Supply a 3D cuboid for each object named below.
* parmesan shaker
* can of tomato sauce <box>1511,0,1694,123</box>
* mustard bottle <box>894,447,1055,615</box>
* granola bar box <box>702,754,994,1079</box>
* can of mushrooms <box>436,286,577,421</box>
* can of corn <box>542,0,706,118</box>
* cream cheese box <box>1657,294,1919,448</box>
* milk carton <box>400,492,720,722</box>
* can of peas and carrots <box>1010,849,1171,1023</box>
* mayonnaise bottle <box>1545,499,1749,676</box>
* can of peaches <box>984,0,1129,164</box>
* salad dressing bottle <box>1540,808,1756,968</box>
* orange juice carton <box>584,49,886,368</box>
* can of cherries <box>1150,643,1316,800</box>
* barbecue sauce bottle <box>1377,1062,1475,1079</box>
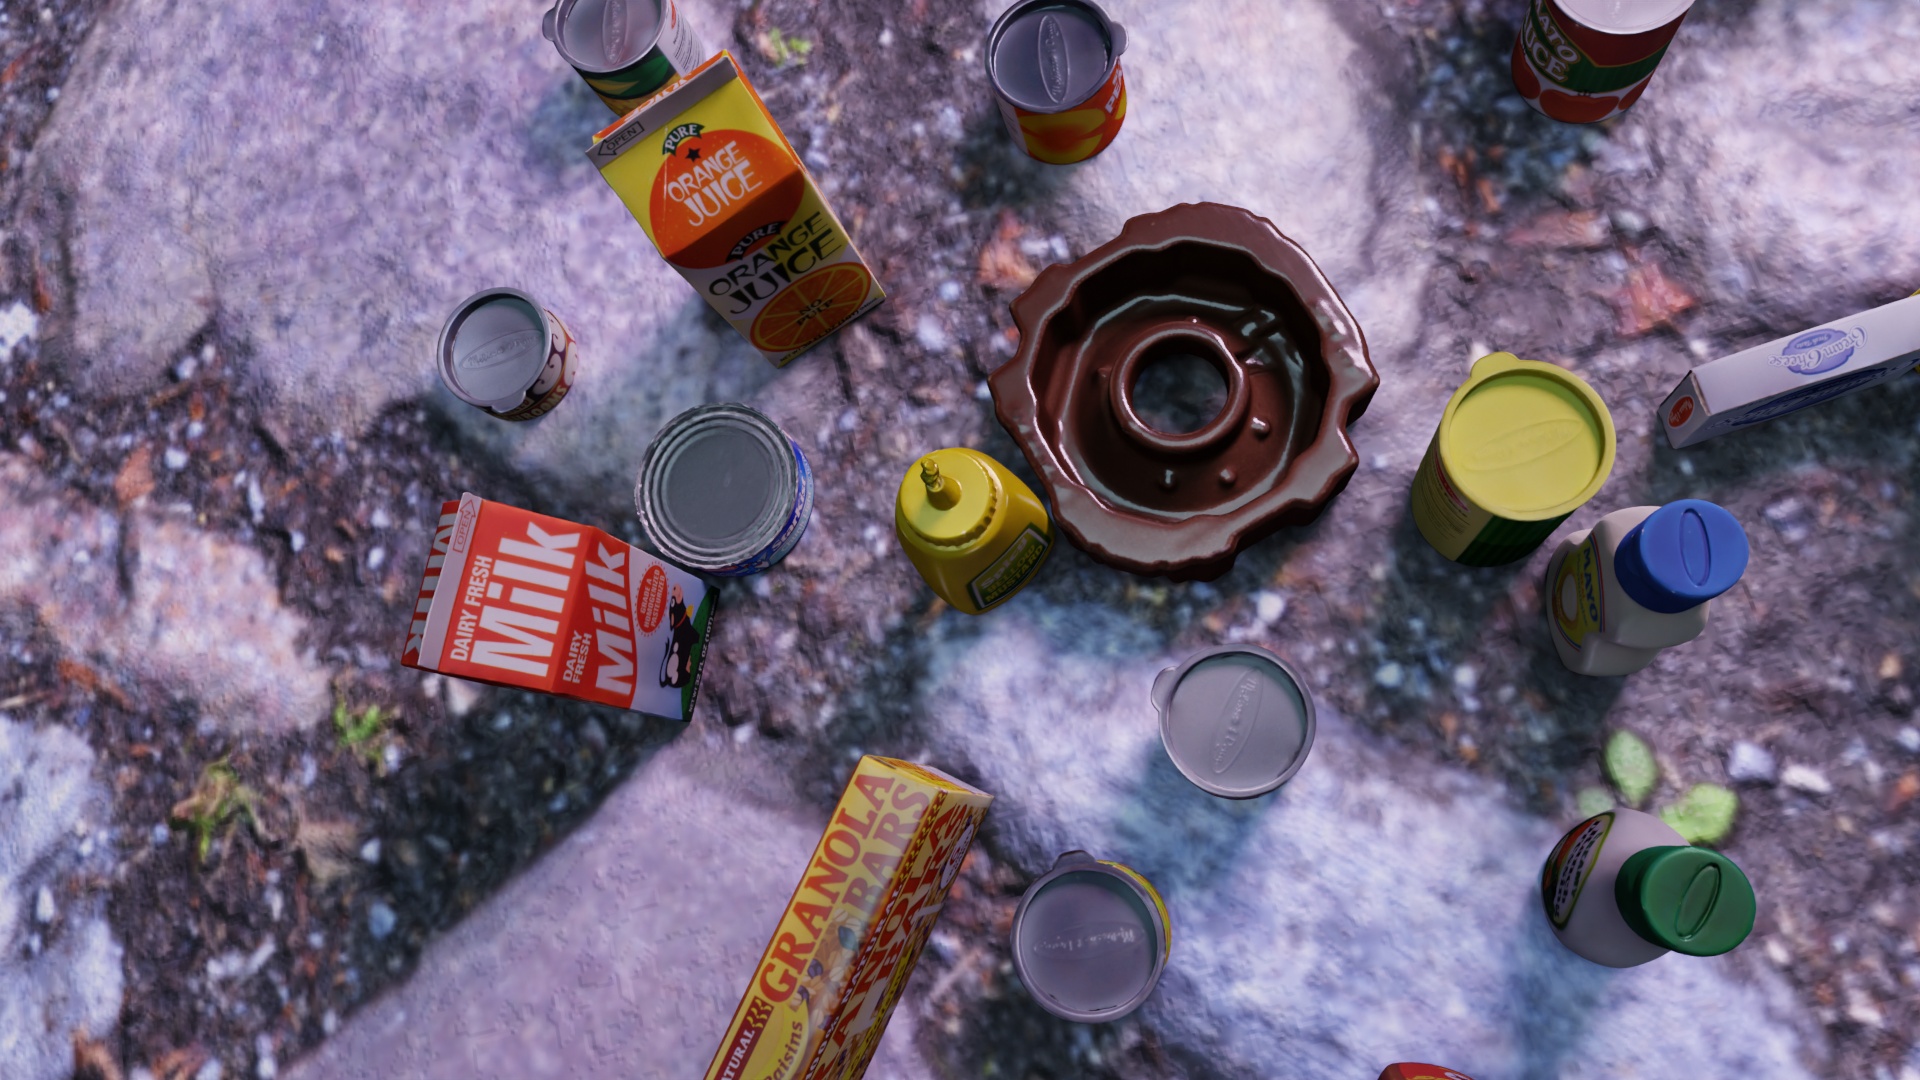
[{"bbox_3d":[0.233,-0.032,0.599,0.071,0.103,0.071,-2,78,11],"label":"parmesan shaker"},{"bbox_3d":[0.295,-0.242,0.643,0.071,0.083,0.071,-2,78,11],"label":"can of tomato sauce"},{"bbox_3d":[0.002,-0.008,0.610,0.065,0.160,0.049,-45,74,0],"label":"mustard bottle"},{"bbox_3d":[-0.048,0.176,0.598,0.039,0.124,0.165,24,84,15],"label":"granola bar box"},{"bbox_3d":[-0.242,-0.097,0.744,0.071,0.033,0.071,-2,78,11],"label":"can of mushrooms"},{"bbox_3d":[-0.182,-0.270,0.757,0.071,0.058,0.071,-2,78,11],"label":"can of corn"},{"bbox_3d":[0.366,-0.073,0.607,0.104,0.053,0.024,-18,75,7],"label":"cream cheese box"},{"bbox_3d":[-0.181,0.034,0.621,0.073,0.190,0.072,8,80,13],"label":"milk carton"},{"bbox_3d":[0.058,0.172,0.612,0.071,0.058,0.071,-2,78,11],"label":"can of peas and carrots"},{"bbox_3d":[0.271,0.017,0.557,0.041,0.148,0.065,-3,78,11],"label":"mayonnaise bottle"},{"bbox_3d":[0.052,-0.233,0.702,0.071,0.058,0.071,-2,78,11],"label":"can of peaches"},{"bbox_3d":[0.261,0.135,0.533,0.044,0.147,0.064,27,85,15],"label":"salad dressing bottle"},{"bbox_3d":[-0.103,-0.156,0.646,0.072,0.192,0.073,-33,74,3],"label":"orange juice carton"},{"bbox_3d":[0.121,0.080,0.620,0.071,0.058,0.071,-2,78,11],"label":"can of cherries"},{"bbox_3d":[0.192,0.234,0.525,0.065,0.148,0.044,18,83,14],"label":"barbecue sauce bottle"}]
